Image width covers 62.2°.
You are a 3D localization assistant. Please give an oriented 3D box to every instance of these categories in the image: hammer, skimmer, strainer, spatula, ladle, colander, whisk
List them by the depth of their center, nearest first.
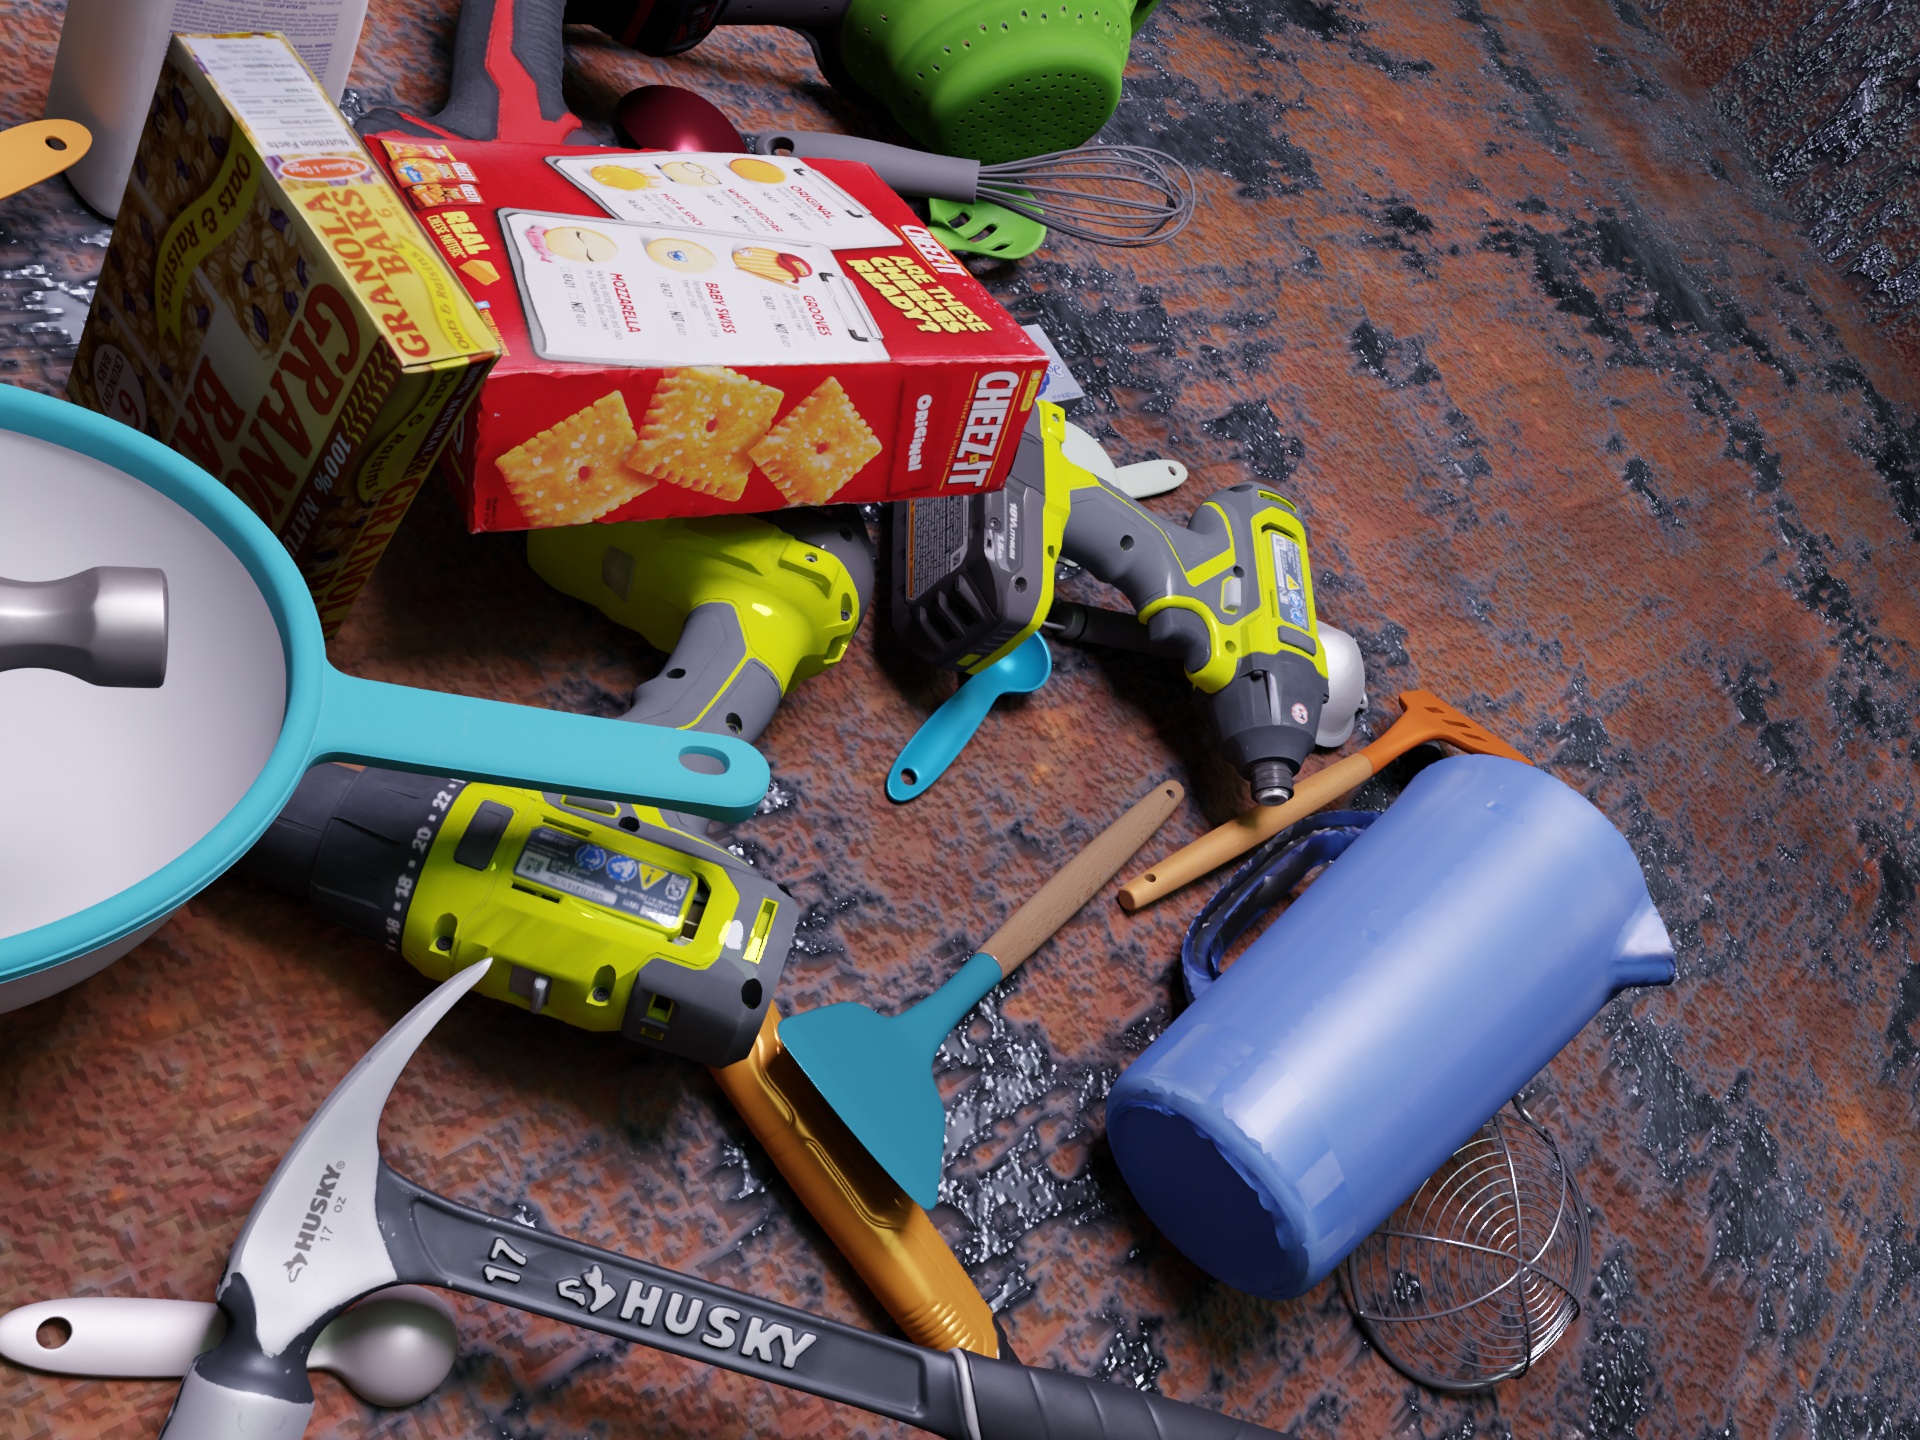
[{"bbox_3d":[-0.229,0.016,0.450,0.340,0.095,0.211,10,45,-23],"label":"strainer"},{"bbox_3d":[-0.310,-0.136,0.458,0.130,0.031,0.332,-1,49,-30],"label":"hammer"},{"bbox_3d":[-0.016,0.204,0.504,0.408,0.036,0.149,24,68,-20],"label":"hammer"},{"bbox_3d":[-0.011,0.216,0.563,0.337,0.034,0.127,54,42,4],"label":"hammer"},{"bbox_3d":[0.032,0.089,0.670,0.082,0.044,0.317,49,39,4],"label":"spatula"},{"bbox_3d":[-0.075,-0.199,0.801,0.069,0.031,0.315,-26,81,-48],"label":"ladle"},{"bbox_3d":[0.242,0.152,0.818,0.127,0.090,0.364,25,38,-15],"label":"skimmer"},{"bbox_3d":[0.195,0.040,0.841,0.322,0.041,0.081,-23,49,-36],"label":"spatula"},{"bbox_3d":[-0.049,-0.354,0.843,0.397,0.204,0.094,-11,78,-24],"label":"colander"},{"bbox_3d":[0.007,-0.293,0.855,0.239,0.055,0.055,7,52,-1],"label":"whisk"},{"bbox_3d":[0.145,-0.037,0.862,0.258,0.050,0.087,8,61,-32],"label":"strainer"}]

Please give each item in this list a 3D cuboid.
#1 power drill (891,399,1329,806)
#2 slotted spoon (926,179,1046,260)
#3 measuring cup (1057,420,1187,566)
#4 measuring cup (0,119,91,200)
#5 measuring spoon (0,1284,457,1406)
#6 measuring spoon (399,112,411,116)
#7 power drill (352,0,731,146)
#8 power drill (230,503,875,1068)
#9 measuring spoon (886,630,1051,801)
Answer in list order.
[{"bbox_3d":[0.081,-0.060,0.759,0.223,0.080,0.171,18,56,-29],"label":"power drill"},{"bbox_3d":[-0.038,-0.246,0.837,0.070,0.031,0.314,39,36,7],"label":"slotted spoon"},{"bbox_3d":[0.082,-0.136,0.875,0.167,0.038,0.083,-18,74,-43],"label":"measuring cup"},{"bbox_3d":[-0.352,-0.147,0.519,0.095,0.052,0.174,39,42,-11],"label":"measuring cup"},{"bbox_3d":[-0.201,0.173,0.446,0.124,0.018,0.034,15,53,-31],"label":"measuring spoon"},{"bbox_3d":[-0.211,-0.237,0.728,0.117,0.011,0.021,36,46,-10],"label":"measuring spoon"},{"bbox_3d":[-0.173,-0.273,0.696,0.143,0.078,0.220,22,71,-21],"label":"power drill"},{"bbox_3d":[-0.134,-0.004,0.569,0.190,0.080,0.229,20,49,-5],"label":"power drill"},{"bbox_3d":[-0.001,-0.002,0.737,0.042,0.021,0.129,44,53,-4],"label":"measuring spoon"}]
